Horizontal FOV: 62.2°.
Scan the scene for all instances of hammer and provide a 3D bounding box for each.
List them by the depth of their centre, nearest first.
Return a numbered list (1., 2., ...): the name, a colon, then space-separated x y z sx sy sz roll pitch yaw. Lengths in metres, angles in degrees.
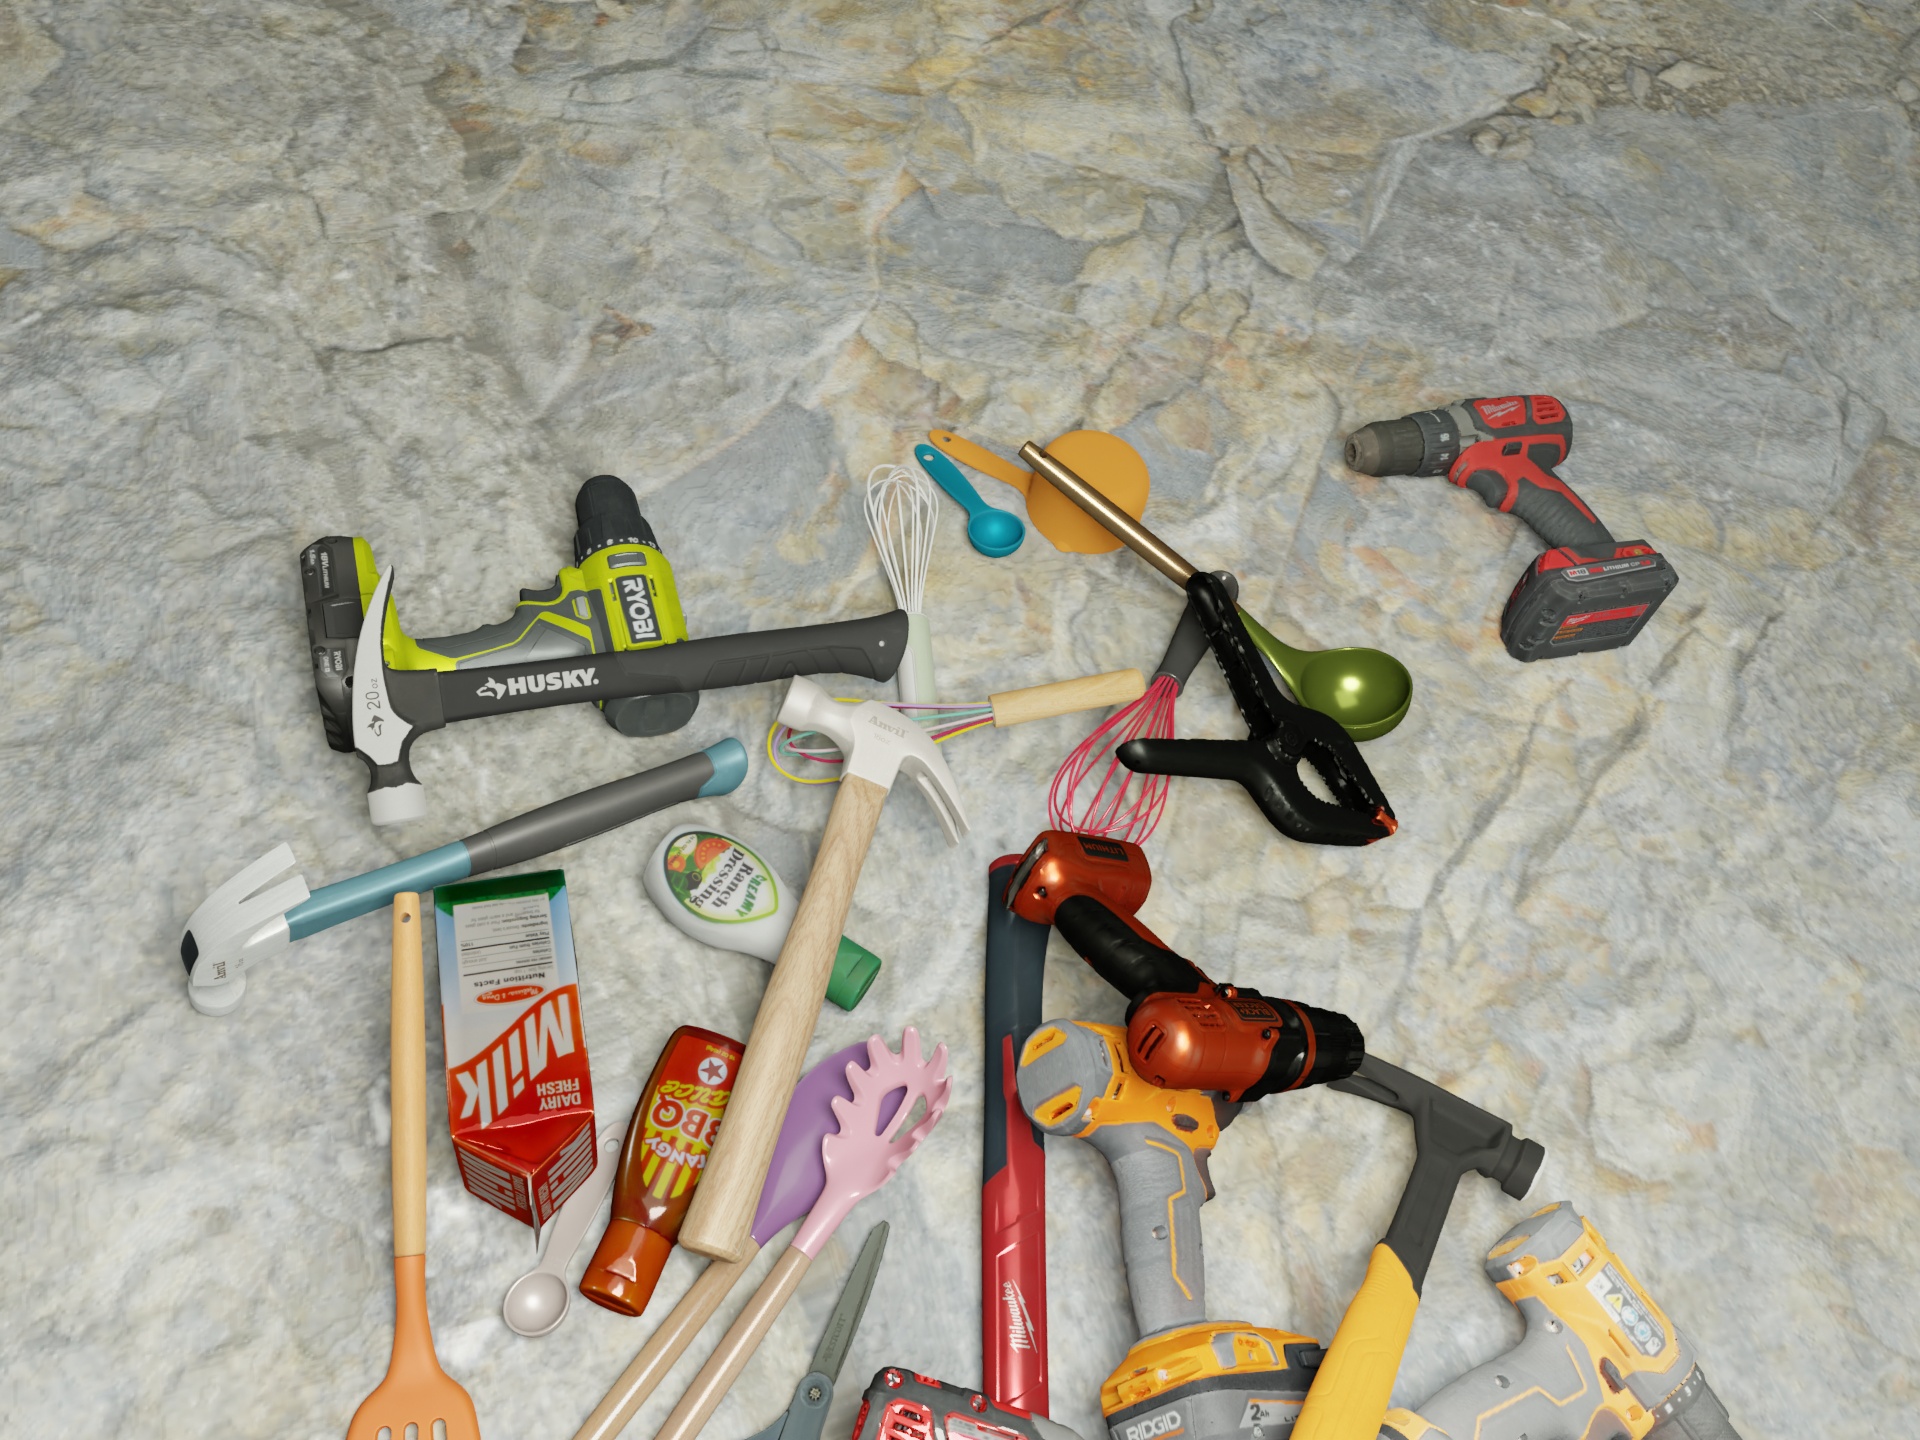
1. hammer: 0.208 0.291 0.805 0.127 0.034 0.337 27 33 16
2. hammer: 0.015 0.250 0.887 0.143 0.038 0.387 5 56 -6
3. hammer: -0.084 0.135 0.891 0.130 0.031 0.331 22 60 -10
4. hammer: -0.273 0.075 0.916 0.331 0.128 0.033 -20 69 -31
5. hammer: -0.191 -0.035 0.959 0.334 0.035 0.146 -8 90 -18

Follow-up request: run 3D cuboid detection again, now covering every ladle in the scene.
1. ladle: 0.174 -0.094 1.088 0.320 0.062 0.078 38 56 -5

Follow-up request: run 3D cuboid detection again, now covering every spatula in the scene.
1. spatula: -0.279 0.245 0.804 0.081 0.041 0.323 -3 74 -13
2. spatula: -0.129 0.294 0.841 0.060 0.018 0.316 38 57 4

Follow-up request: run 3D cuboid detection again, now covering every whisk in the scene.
1. whisk: -0.002 -0.005 1.012 0.245 0.051 0.047 -11 60 -7
2. whisk: 0.133 -0.011 1.074 0.073 0.073 0.296 27 49 7
3. whisk: -0.035 -0.075 1.089 0.059 0.058 0.247 18 54 -37

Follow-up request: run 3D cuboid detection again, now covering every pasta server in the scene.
1. pasta server: -0.100 0.297 0.823 0.060 0.040 0.316 23 59 25

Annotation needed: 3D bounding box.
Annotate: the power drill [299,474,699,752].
1. power drill: -0.293 -0.071 1.018 0.228 0.080 0.191 -8 60 -19

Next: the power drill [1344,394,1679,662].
1. power drill: 0.413 -0.157 1.212 0.188 0.080 0.227 -8 56 -16

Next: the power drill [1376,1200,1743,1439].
1. power drill: 0.310 0.388 0.829 0.226 0.084 0.185 -29 73 -31

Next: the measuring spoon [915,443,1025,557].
1. measuring spoon: 0.002 -0.160 1.173 0.042 0.021 0.129 -23 55 -23

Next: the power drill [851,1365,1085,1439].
1. power drill: -0.005 0.424 0.719 0.143 0.078 0.220 18 66 1

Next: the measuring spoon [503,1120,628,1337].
1. measuring spoon: -0.204 0.271 0.847 0.034 0.018 0.124 8 47 14

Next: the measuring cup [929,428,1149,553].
1. measuring cup: 0.058 -0.191 1.177 0.173 0.052 0.095 26 56 4

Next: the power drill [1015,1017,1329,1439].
1. power drill: 0.125 0.273 0.853 0.164 0.084 0.227 15 48 -39
